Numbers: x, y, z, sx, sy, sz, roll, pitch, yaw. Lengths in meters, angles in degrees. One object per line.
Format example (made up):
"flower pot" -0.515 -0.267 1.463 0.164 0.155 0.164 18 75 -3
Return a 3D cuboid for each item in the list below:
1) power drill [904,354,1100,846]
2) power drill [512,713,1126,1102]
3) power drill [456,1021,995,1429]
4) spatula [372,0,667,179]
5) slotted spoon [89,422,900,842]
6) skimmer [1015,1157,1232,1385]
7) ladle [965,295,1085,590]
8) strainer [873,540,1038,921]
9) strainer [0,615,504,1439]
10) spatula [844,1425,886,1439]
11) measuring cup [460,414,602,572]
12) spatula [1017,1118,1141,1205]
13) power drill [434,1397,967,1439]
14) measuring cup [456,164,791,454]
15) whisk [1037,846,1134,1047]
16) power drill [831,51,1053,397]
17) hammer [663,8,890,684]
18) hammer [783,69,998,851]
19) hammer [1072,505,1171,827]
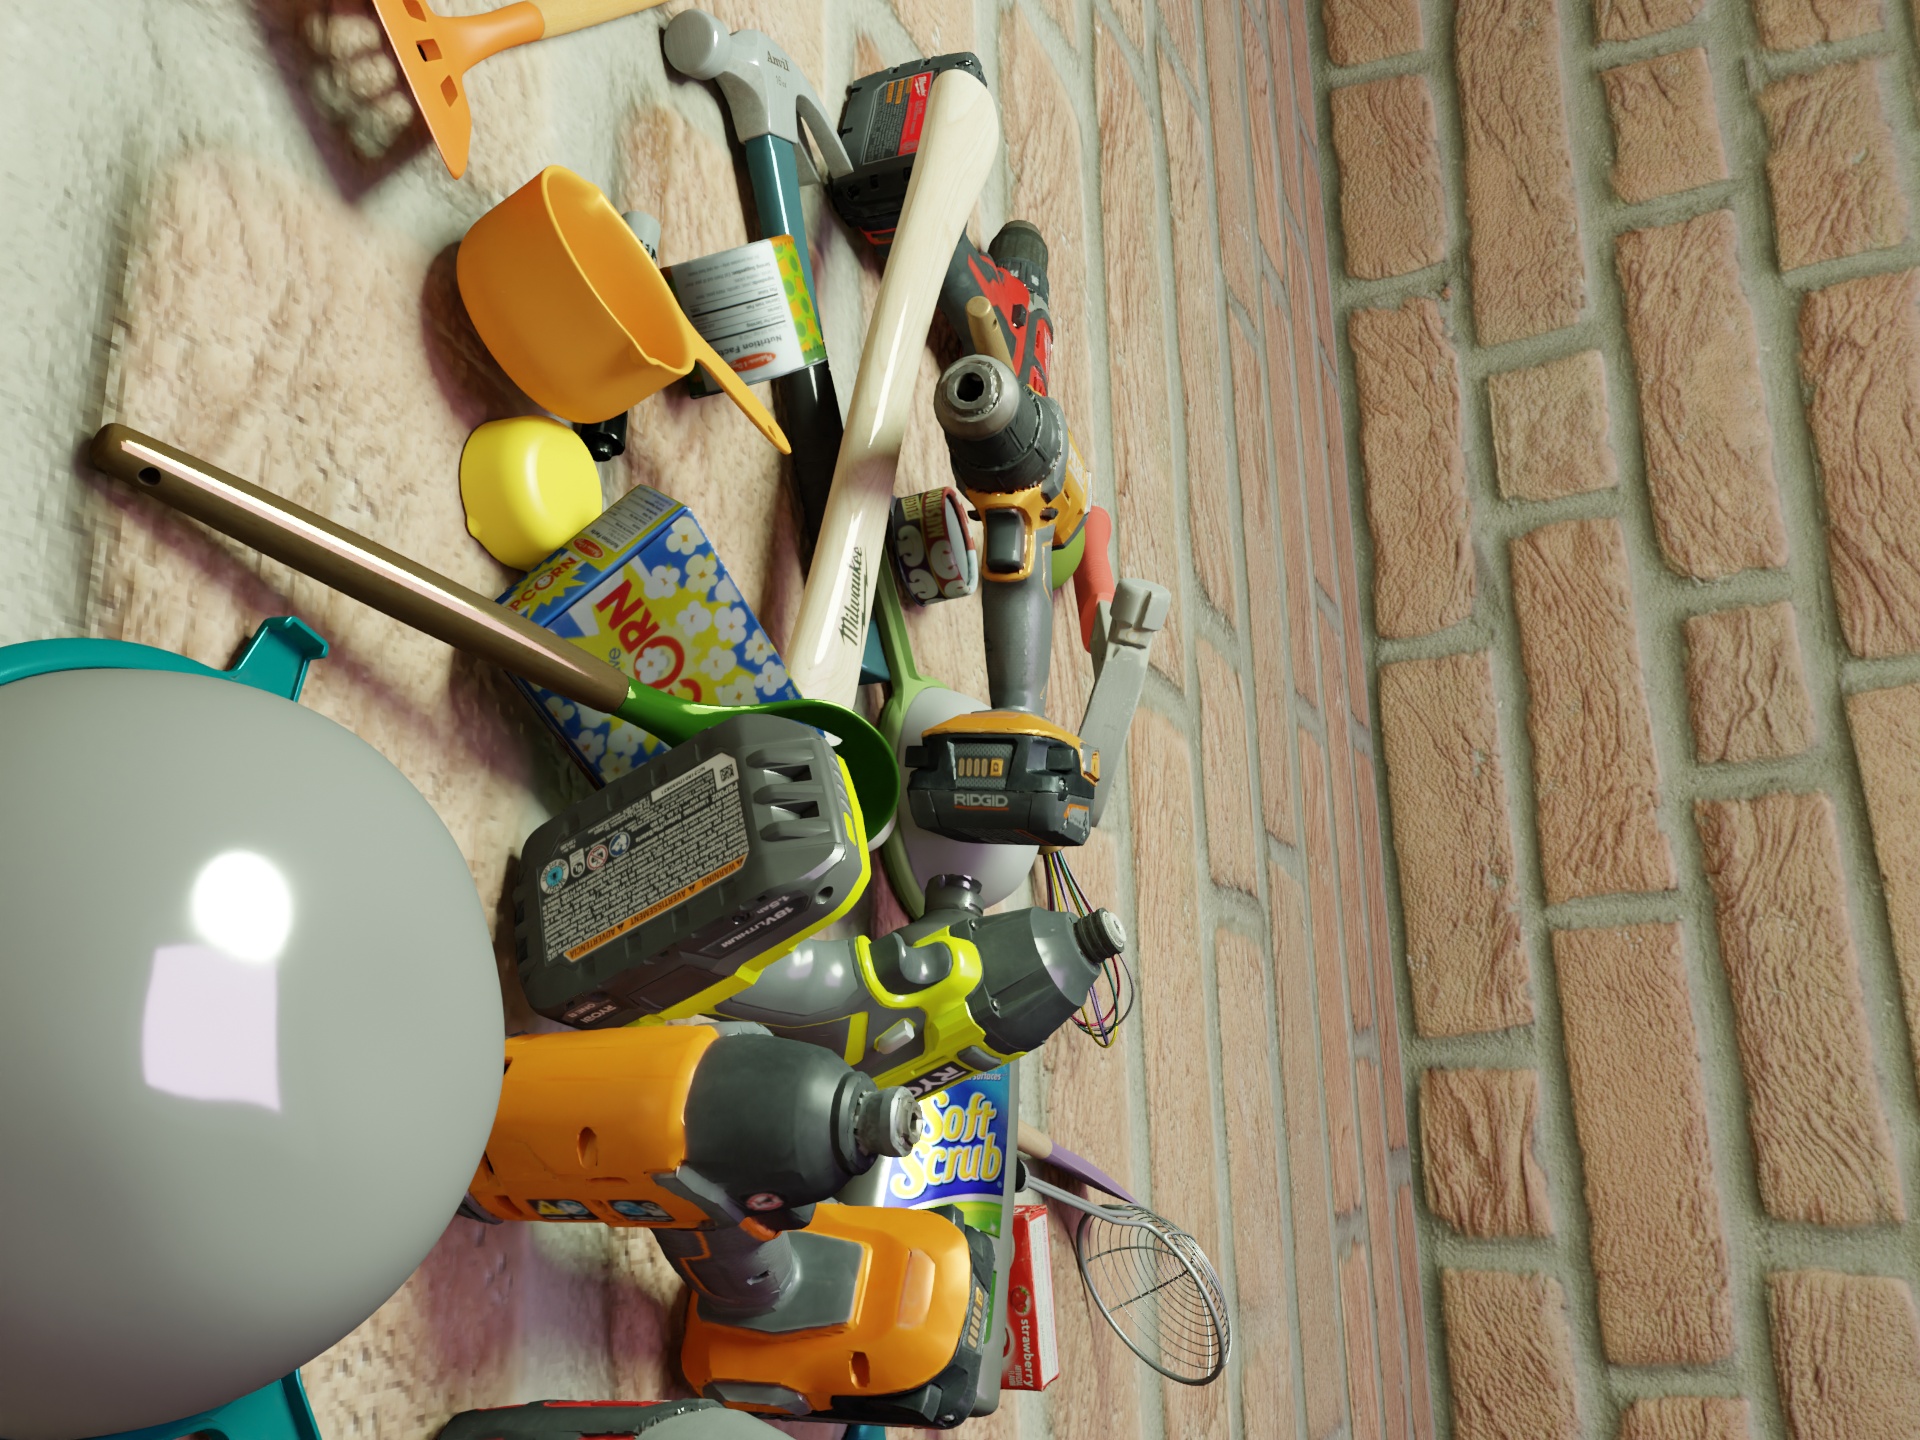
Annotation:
"power drill" 0.022 -0.057 0.786 0.185 0.084 0.226 35 57 -74
"power drill" -0.047 0.090 0.623 0.223 0.171 0.080 40 26 -50
"power drill" -0.063 0.182 0.570 0.226 0.164 0.084 62 30 -45
"spatula" -0.157 -0.291 0.650 0.323 0.041 0.081 -63 139 -55
"slotted spoon" -0.136 -0.021 0.540 0.313 0.070 0.031 30 17 -44
"skimmer" 0.050 0.307 0.930 0.362 0.127 0.090 39 78 -44
"ladle" 0.028 -0.157 0.939 0.078 0.062 0.320 -66 162 -13
"strainer" -0.001 -0.003 0.897 0.151 0.069 0.256 -53 133 -60
"strainer" -0.169 0.140 0.413 0.211 0.095 0.340 -36 115 -65
"spatula" -0.008 0.271 0.785 0.082 0.044 0.318 42 57 -48
"measuring cup" -0.142 -0.046 0.620 0.062 0.029 0.156 -63 137 -54
"spatula" 0.040 0.253 0.960 0.018 0.060 0.315 -58 142 -9
"power drill" -0.069 0.281 0.553 0.219 0.143 0.079 54 33 -53
"measuring cup" -0.129 -0.140 0.630 0.173 0.052 0.095 41 24 -58
"whisk" 0.067 0.106 1.070 0.047 0.051 0.245 -22 101 -32
"power drill" 0.006 -0.306 1.009 0.226 0.080 0.188 57 33 -51
"hammer" -0.079 -0.179 0.814 0.128 0.033 0.331 -21 102 -66
"hammer" -0.045 -0.152 0.780 0.146 0.038 0.411 37 60 -51
"hammer" 0.089 -0.067 1.062 0.359 0.036 0.149 -86 -169 -69
